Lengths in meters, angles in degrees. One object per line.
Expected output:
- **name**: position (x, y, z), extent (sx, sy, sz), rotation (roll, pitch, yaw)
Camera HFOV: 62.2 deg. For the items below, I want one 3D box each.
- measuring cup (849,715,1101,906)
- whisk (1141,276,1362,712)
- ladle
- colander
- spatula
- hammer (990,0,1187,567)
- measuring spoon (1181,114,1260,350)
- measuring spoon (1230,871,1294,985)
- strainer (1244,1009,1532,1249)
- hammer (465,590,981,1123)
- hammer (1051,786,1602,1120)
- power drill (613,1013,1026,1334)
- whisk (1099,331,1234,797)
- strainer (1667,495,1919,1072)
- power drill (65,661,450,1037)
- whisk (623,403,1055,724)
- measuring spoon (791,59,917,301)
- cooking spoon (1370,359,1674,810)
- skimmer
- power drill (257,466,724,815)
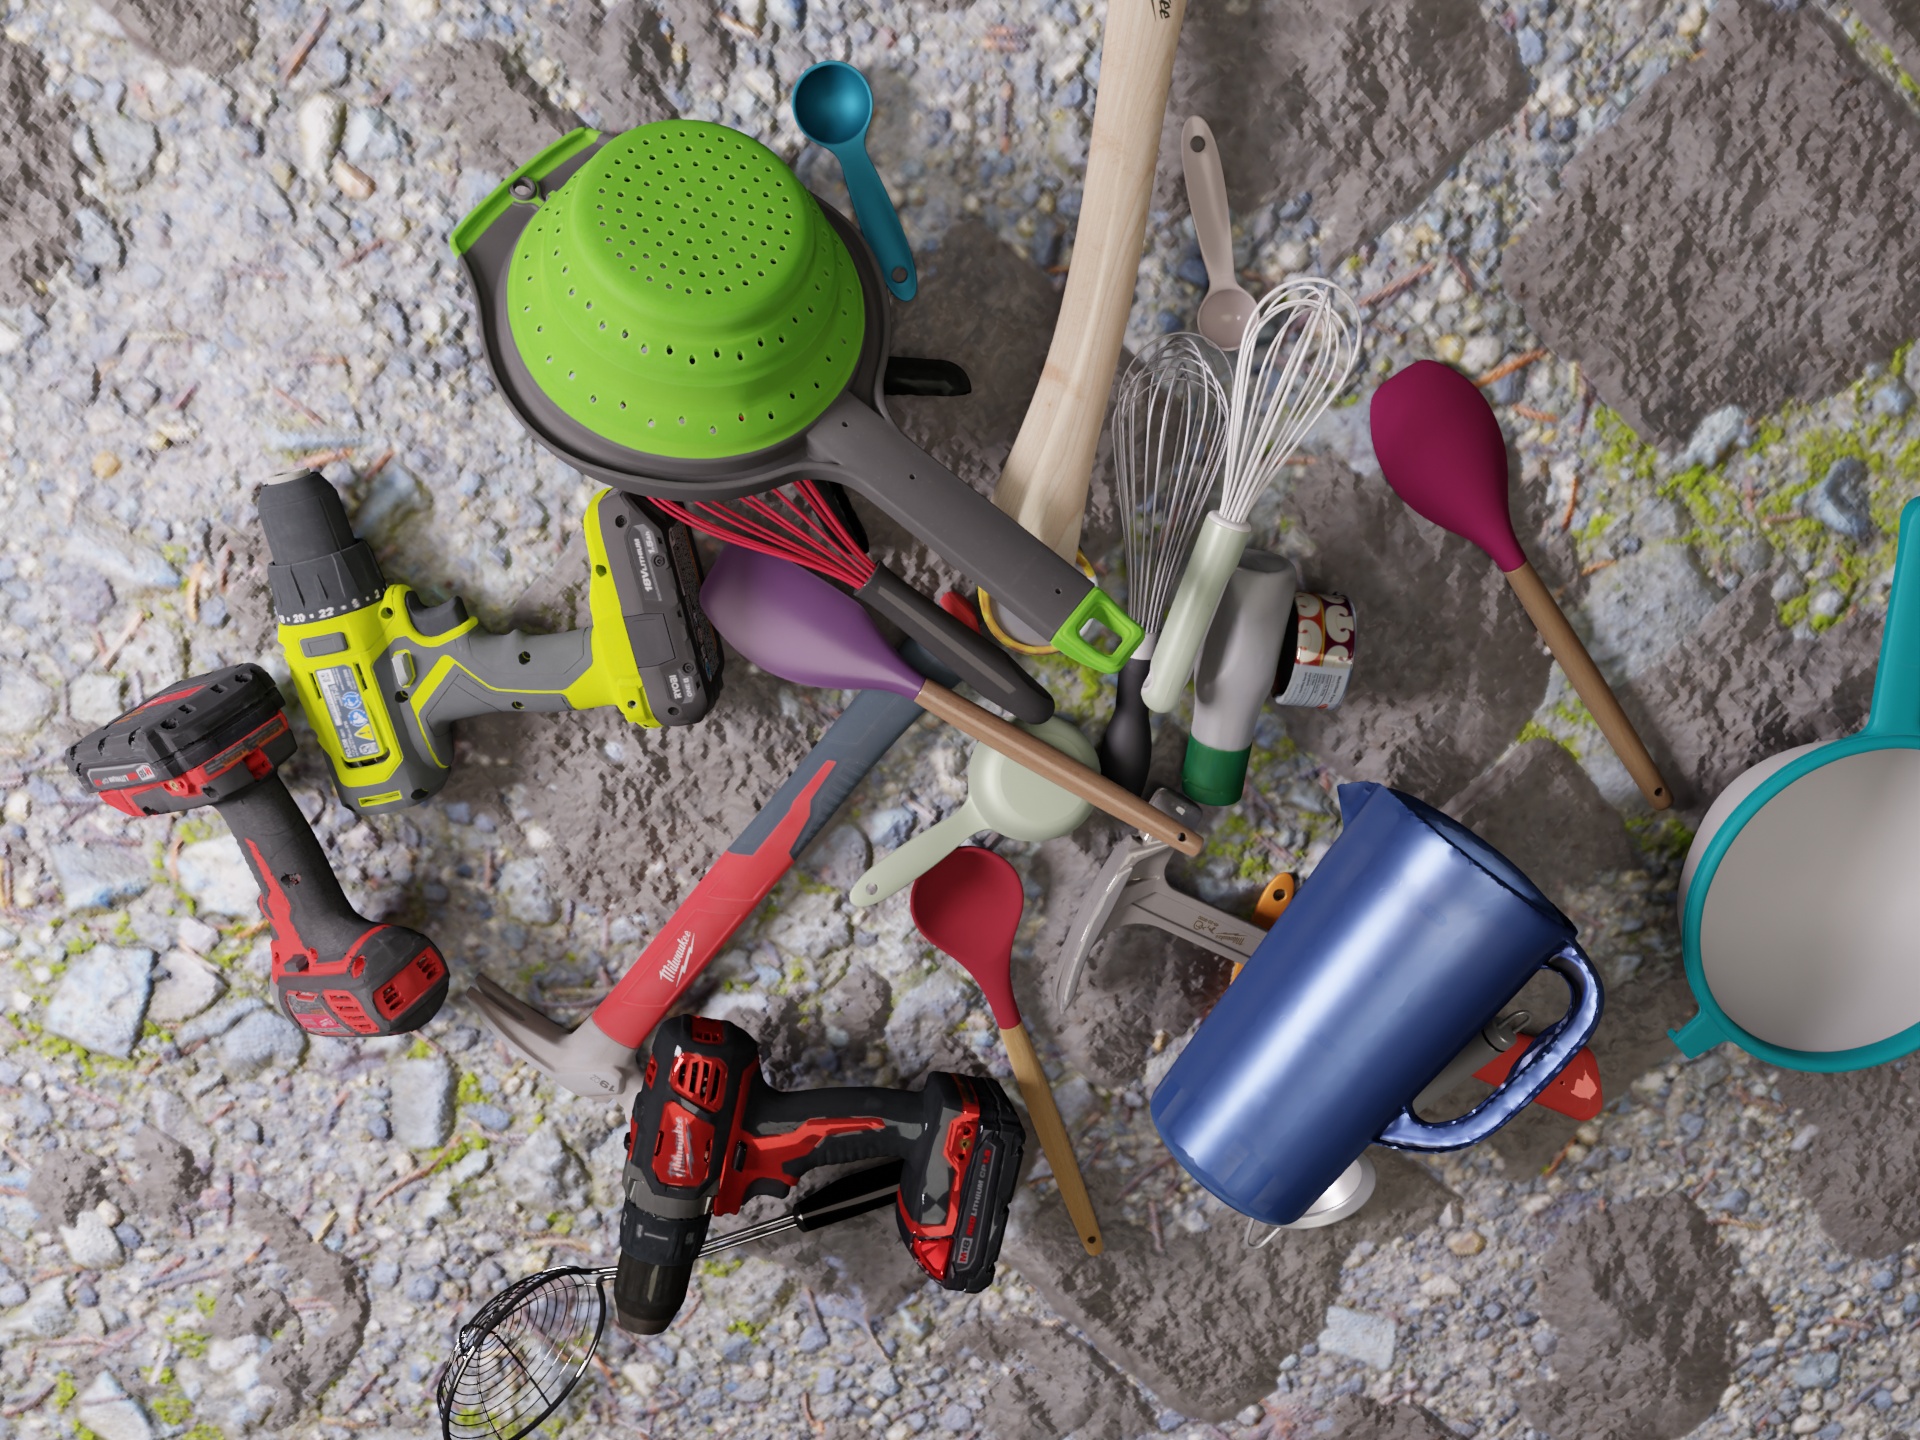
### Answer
- **measuring cup**: position (0.008, 0.058, 0.914), extent (0.167, 0.038, 0.083), rotation (-34, 94, -11)
- **whisk**: position (0.146, -0.112, 0.839), extent (0.059, 0.058, 0.246), rotation (16, 114, -5)
- **ladle**: position (0.041, 0.212, 1.000), extent (0.069, 0.031, 0.315), rotation (-19, 110, 1)
- **colander**: position (-0.065, -0.165, 0.759), extent (0.397, 0.094, 0.204), rotation (38, 68, 3)
- **spatula**: position (-0.001, -0.003, 0.887), extent (0.316, 0.018, 0.060), rotation (29, 87, -7)
- **hammer**: position (0.090, -0.277, 0.808), extent (0.146, 0.038, 0.410), rotation (10, 99, -7)
- **measuring spoon**: position (0.136, -0.262, 0.859), extent (0.034, 0.018, 0.124), rotation (-12, 101, 1)
- **measuring spoon**: position (0.184, 0.148, 0.993), extent (0.021, 0.011, 0.117), rotation (16, 106, -8)
- **strainer**: position (0.258, 0.248, 0.983), extent (0.086, 0.050, 0.258), rotation (26, 127, -19)
- **hammer**: position (-0.129, 0.069, 0.939), extent (0.143, 0.038, 0.386), rotation (38, 103, -12)
- **hammer**: position (0.239, 0.177, 0.985), extent (0.359, 0.037, 0.149), rotation (25, 101, -12)
- **power drill**: position (-0.091, 0.282, 0.947), extent (0.226, 0.080, 0.188), rotation (12, 95, -13)
- **whisk**: position (0.105, -0.075, 0.897), extent (0.070, 0.070, 0.284), rotation (4, 112, -4)
- **strainer**: position (0.513, 0.034, 0.931), extent (0.211, 0.095, 0.340), rotation (0, 106, -6)
- **power drill**: position (-0.390, 0.084, 0.894), extent (0.143, 0.078, 0.219), rotation (-8, 116, 40)
- **whisk**: position (-0.065, -0.087, 0.848), extent (0.295, 0.073, 0.073), rotation (37, 103, -14)
- **measuring spoon**: position (-0.051, -0.284, 0.842), extent (0.042, 0.021, 0.128), rotation (-21, 117, 3)
- **cooking spoon**: position (0.336, -0.071, 0.926), extent (0.069, 0.017, 0.318), rotation (-35, 106, 9)
- **skimmer**: position (-0.152, 0.361, 1.005), extent (0.363, 0.090, 0.127), rotation (-19, 140, 1)
- **power drill**: position (-0.260, -0.059, 0.871), extent (0.228, 0.080, 0.190), rotation (-11, 109, 4)
